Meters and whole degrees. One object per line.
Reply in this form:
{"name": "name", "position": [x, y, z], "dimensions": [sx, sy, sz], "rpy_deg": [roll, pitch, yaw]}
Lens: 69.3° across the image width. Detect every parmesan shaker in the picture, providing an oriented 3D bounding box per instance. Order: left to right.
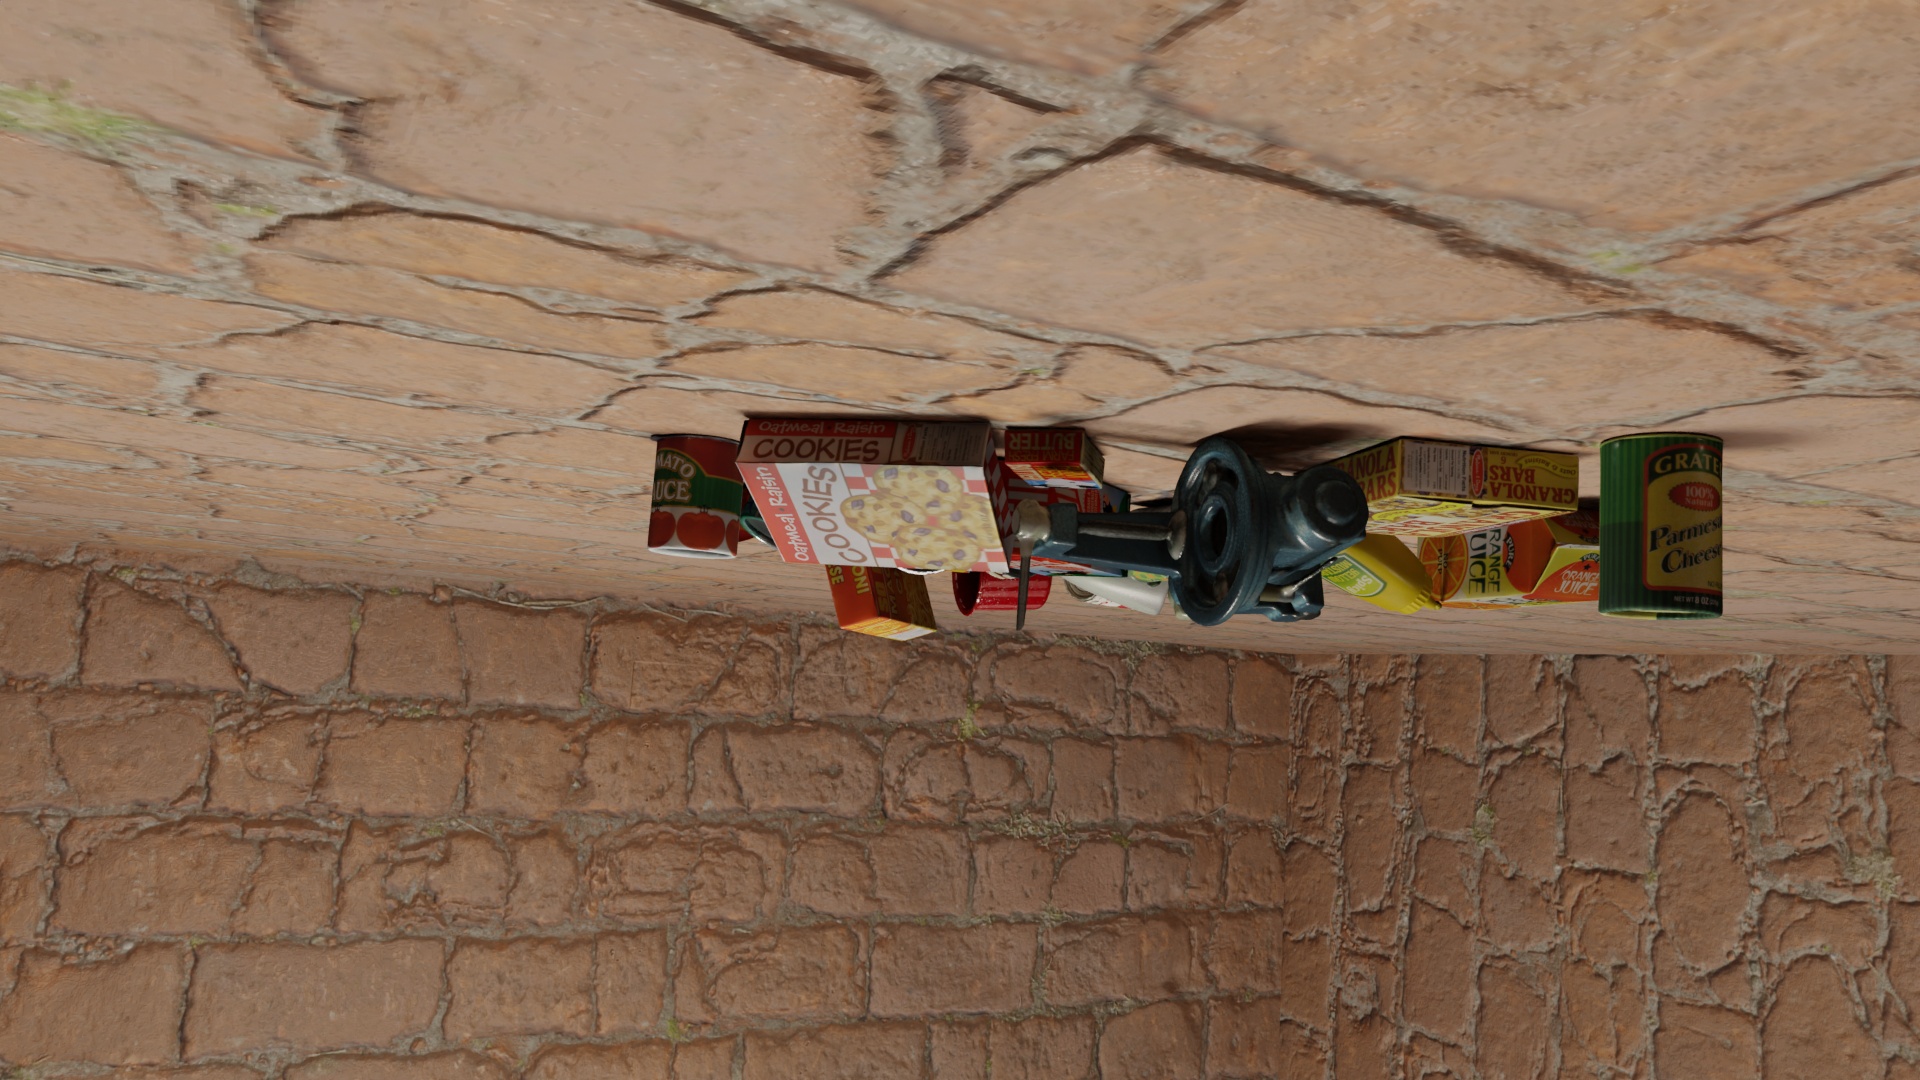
{"name": "parmesan shaker", "position": [0.417, -0.006, 0.822], "dimensions": [0.071, 0.103, 0.071], "rpy_deg": [3, 173, 1]}

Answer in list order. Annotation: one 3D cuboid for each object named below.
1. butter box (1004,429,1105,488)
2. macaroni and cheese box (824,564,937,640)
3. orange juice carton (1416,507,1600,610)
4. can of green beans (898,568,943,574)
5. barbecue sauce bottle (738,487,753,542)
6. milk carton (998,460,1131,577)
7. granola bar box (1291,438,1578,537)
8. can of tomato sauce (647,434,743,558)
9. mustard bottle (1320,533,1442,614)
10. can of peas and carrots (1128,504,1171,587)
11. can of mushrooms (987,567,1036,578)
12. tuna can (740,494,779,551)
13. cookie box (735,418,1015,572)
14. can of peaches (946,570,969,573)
{"name": "butter box", "position": [0.065, -0.055, 0.941], "dimensions": [0.053, 0.024, 0.103], "rpy_deg": [1, 173, 14]}
{"name": "macaroni and cheese box", "position": [-0.074, 0.020, 1.227], "dimensions": [0.040, 0.124, 0.166], "rpy_deg": [-17, 168, 13]}
{"name": "orange juice carton", "position": [0.453, 0.014, 1.119], "dimensions": [0.072, 0.073, 0.192], "rpy_deg": [6, 173, -16]}
{"name": "can of green beans", "position": [-0.028, -0.017, 1.054], "dimensions": [0.071, 0.058, 0.071], "rpy_deg": [4, 135, 4]}
{"name": "barbecue sauce bottle", "position": [-0.189, -0.025, 1.251], "dimensions": [0.065, 0.043, 0.148], "rpy_deg": [7, 172, -26]}
{"name": "milk carton", "position": [0.062, -0.015, 1.078], "dimensions": [0.073, 0.072, 0.190], "rpy_deg": [0, 172, 29]}
{"name": "granola bar box", "position": [0.314, -0.032, 0.942], "dimensions": [0.124, 0.039, 0.165], "rpy_deg": [4, 174, -10]}
{"name": "can of tomato sauce", "position": [-0.196, -0.031, 1.023], "dimensions": [0.071, 0.083, 0.071], "rpy_deg": [3, 173, 1]}
{"name": "mustard bottle", "position": [0.335, 0.021, 1.128], "dimensions": [0.160, 0.049, 0.065], "rpy_deg": [29, 152, -18]}
{"name": "can of peas and carrots", "position": [0.177, 0.005, 1.193], "dimensions": [0.071, 0.071, 0.058], "rpy_deg": [8, 171, -32]}
{"name": "can of mushrooms", "position": [0.046, 0.000, 1.263], "dimensions": [0.071, 0.071, 0.033], "rpy_deg": [7, 173, -25]}
{"name": "tuna can", "position": [-0.133, -0.016, 1.053], "dimensions": [0.071, 0.033, 0.071], "rpy_deg": [23, 161, 8]}
{"name": "cookie box", "position": [-0.055, -0.030, 0.944], "dimensions": [0.167, 0.040, 0.122], "rpy_deg": [2, 146, 13]}
{"name": "can of peaches", "position": [-0.018, -0.005, 1.229], "dimensions": [0.058, 0.071, 0.071], "rpy_deg": [4, 173, -1]}
